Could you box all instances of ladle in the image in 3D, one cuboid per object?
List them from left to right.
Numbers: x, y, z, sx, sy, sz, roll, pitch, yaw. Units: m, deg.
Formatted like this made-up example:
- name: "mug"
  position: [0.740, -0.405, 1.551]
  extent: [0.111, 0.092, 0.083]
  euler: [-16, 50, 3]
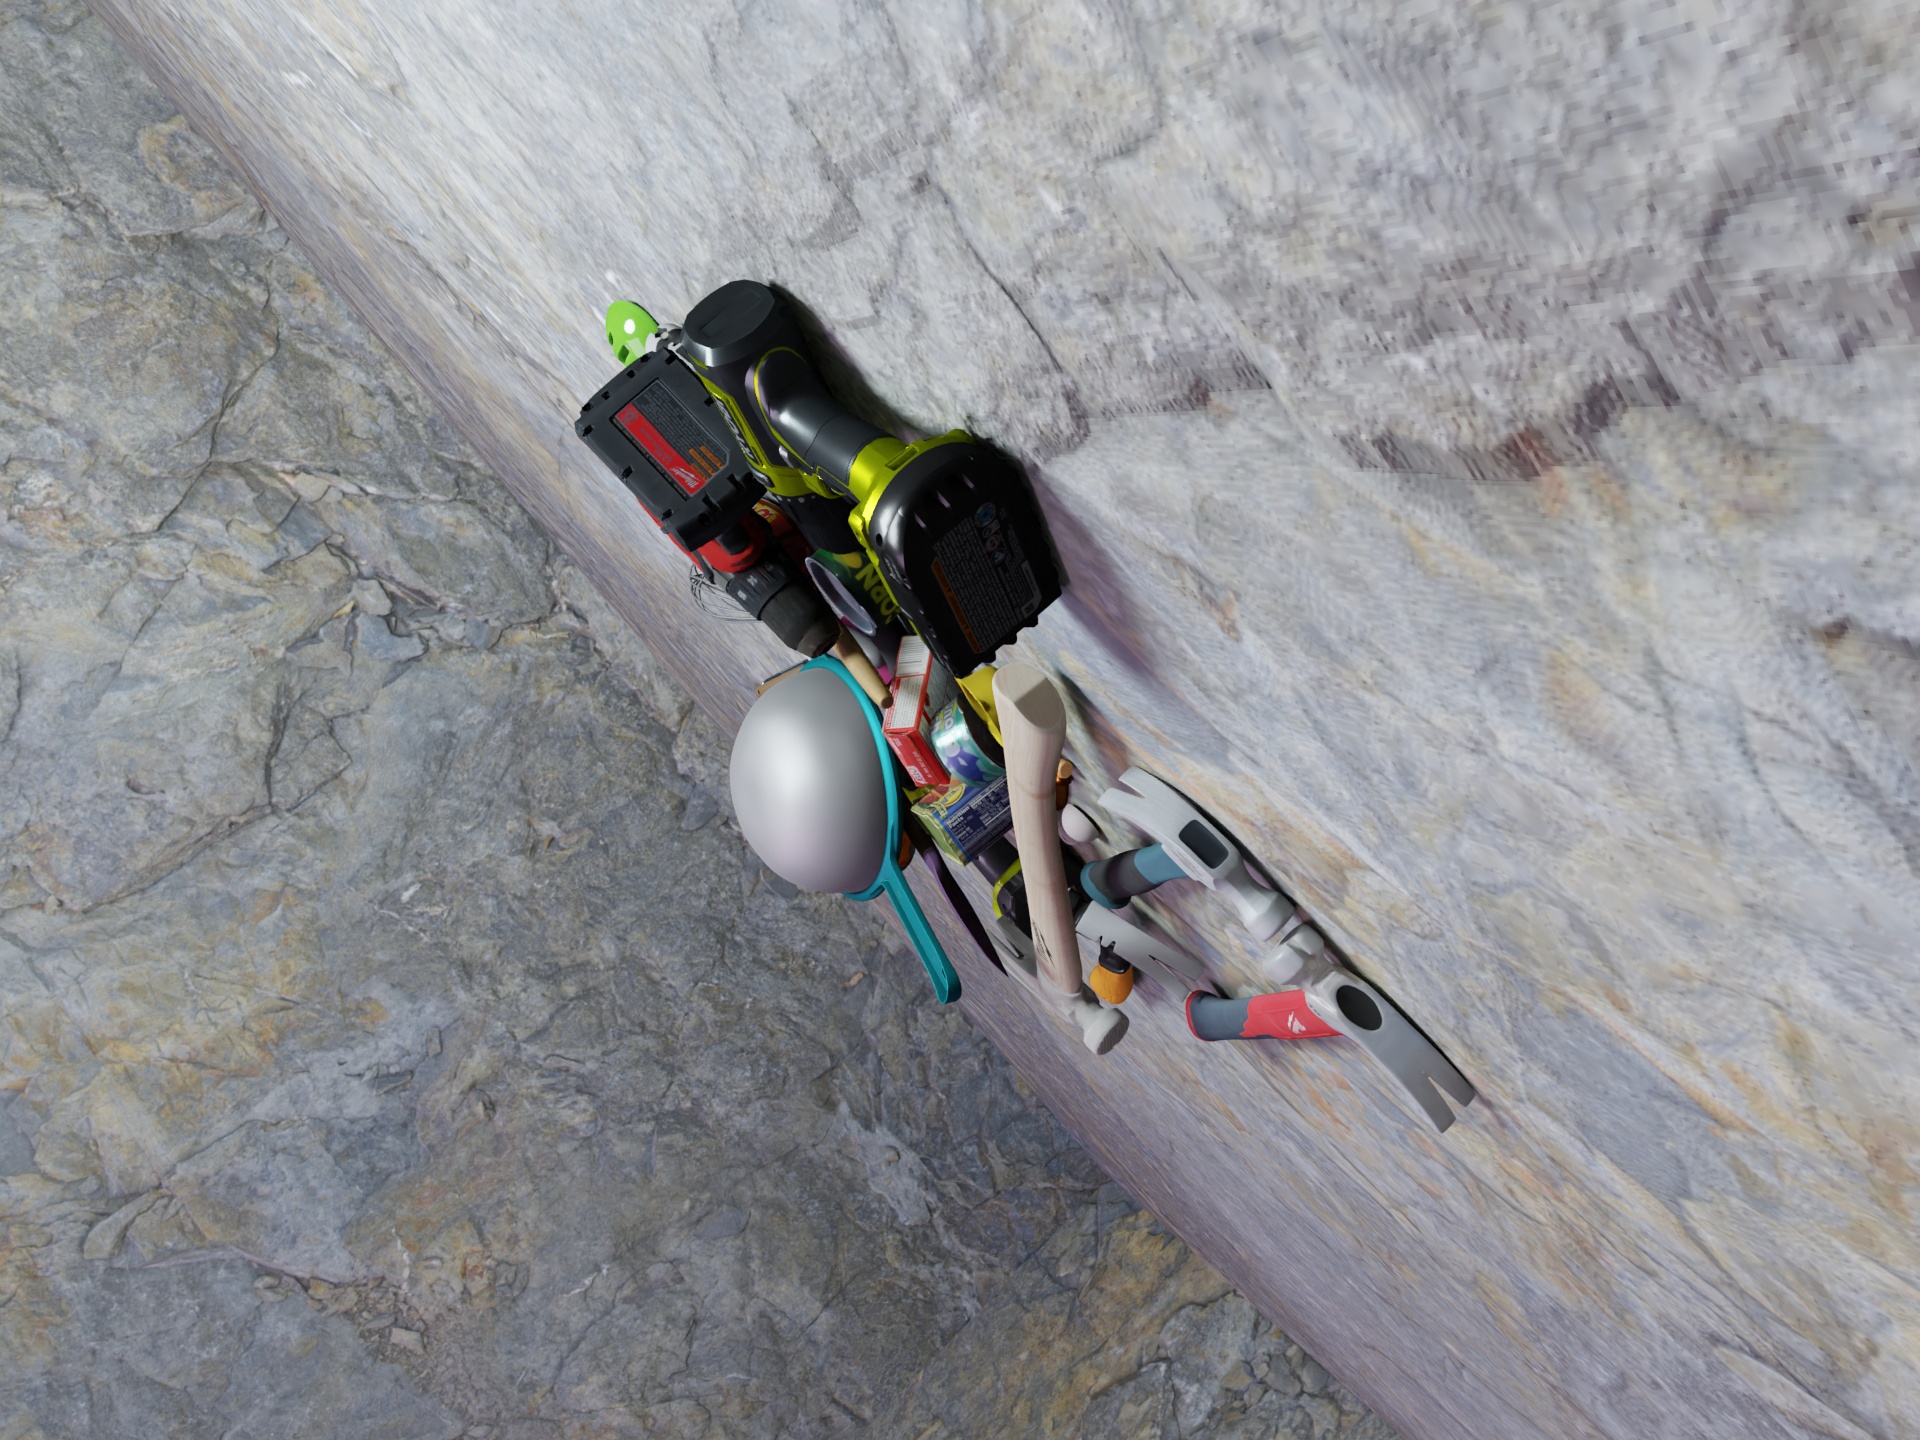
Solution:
- name: "ladle"
  position: [-0.108, -0.081, 1.222]
  extent: [0.069, 0.031, 0.316]
  euler: [33, -170, -33]

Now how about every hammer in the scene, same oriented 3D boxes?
- name: "hammer"
  position: [-0.098, -0.133, 1.130]
  extent: [0.146, 0.035, 0.334]
  euler: [35, 164, 49]
- name: "hammer"
  position: [0.051, 0.095, 1.132]
  extent: [0.146, 0.038, 0.410]
  euler: [39, 156, 31]
- name: "hammer"
  position: [0.145, 0.222, 1.420]
  extent: [0.127, 0.034, 0.336]
  euler: [31, 168, 13]
- name: "hammer"
  position: [0.130, 0.103, 1.096]
  extent: [0.128, 0.033, 0.331]
  euler: [46, 169, 3]
- name: "hammer"
  position: [0.230, 0.218, 1.113]
  extent: [0.143, 0.038, 0.386]
  euler: [44, 169, 6]

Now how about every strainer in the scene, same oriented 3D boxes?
- name: "strainer"
  position: [-0.109, 0.100, 1.296]
  extent: [0.341, 0.095, 0.210]
  euler: [58, 144, 36]

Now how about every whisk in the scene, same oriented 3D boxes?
- name: "whisk"
  position: [-0.147, -0.085, 1.322]
  extent: [0.239, 0.055, 0.055]
  euler: [25, 158, 37]

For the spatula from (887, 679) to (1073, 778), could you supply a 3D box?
- name: "spatula"
  position: [-0.002, -0.004, 1.254]
  extent: [0.323, 0.041, 0.081]
  euler: [22, 151, 57]

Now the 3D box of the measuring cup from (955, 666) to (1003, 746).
- name: "measuring cup"
  position: [0.000, -0.051, 1.097]
  extent: [0.157, 0.029, 0.062]
  euler: [57, 176, 14]

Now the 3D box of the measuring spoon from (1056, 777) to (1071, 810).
- name: "measuring spoon"
  position: [0.071, 0.054, 1.202]
  extent: [0.021, 0.011, 0.117]
  euler: [45, 169, 11]

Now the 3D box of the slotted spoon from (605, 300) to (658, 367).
- name: "slotted spoon"
  position: [-0.256, -0.265, 1.285]
  extent: [0.070, 0.031, 0.314]
  euler: [47, 170, -3]

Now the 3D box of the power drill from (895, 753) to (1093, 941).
- name: "power drill"
  position: [0.013, 0.096, 1.411]
  extent: [0.223, 0.080, 0.171]
  euler: [45, 169, 27]

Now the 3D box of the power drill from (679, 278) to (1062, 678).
- name: "power drill"
  position: [-0.049, -0.123, 0.877]
  extent: [0.229, 0.080, 0.190]
  euler: [42, 167, 37]

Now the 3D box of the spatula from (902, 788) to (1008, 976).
- name: "spatula"
  position: [-0.035, 0.094, 1.313]
  extent: [0.059, 0.018, 0.316]
  euler: [50, -176, -43]

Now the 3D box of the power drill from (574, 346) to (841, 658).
- name: "power drill"
  position: [-0.159, -0.134, 1.073]
  extent: [0.188, 0.080, 0.226]
  euler: [46, 173, 8]

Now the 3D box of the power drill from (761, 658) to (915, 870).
- name: "power drill"
  position: [-0.122, 0.030, 1.519]
  extent: [0.227, 0.084, 0.164]
  euler: [58, 173, 52]

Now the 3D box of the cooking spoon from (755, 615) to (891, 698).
- name: "cooking spoon"
  position: [-0.123, -0.046, 1.393]
  extent: [0.319, 0.017, 0.069]
  euler: [-15, 94, 63]

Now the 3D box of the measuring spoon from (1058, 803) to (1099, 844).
- name: "measuring spoon"
  position: [0.086, 0.090, 1.254]
  extent: [0.034, 0.018, 0.124]
  euler: [46, 170, 6]
